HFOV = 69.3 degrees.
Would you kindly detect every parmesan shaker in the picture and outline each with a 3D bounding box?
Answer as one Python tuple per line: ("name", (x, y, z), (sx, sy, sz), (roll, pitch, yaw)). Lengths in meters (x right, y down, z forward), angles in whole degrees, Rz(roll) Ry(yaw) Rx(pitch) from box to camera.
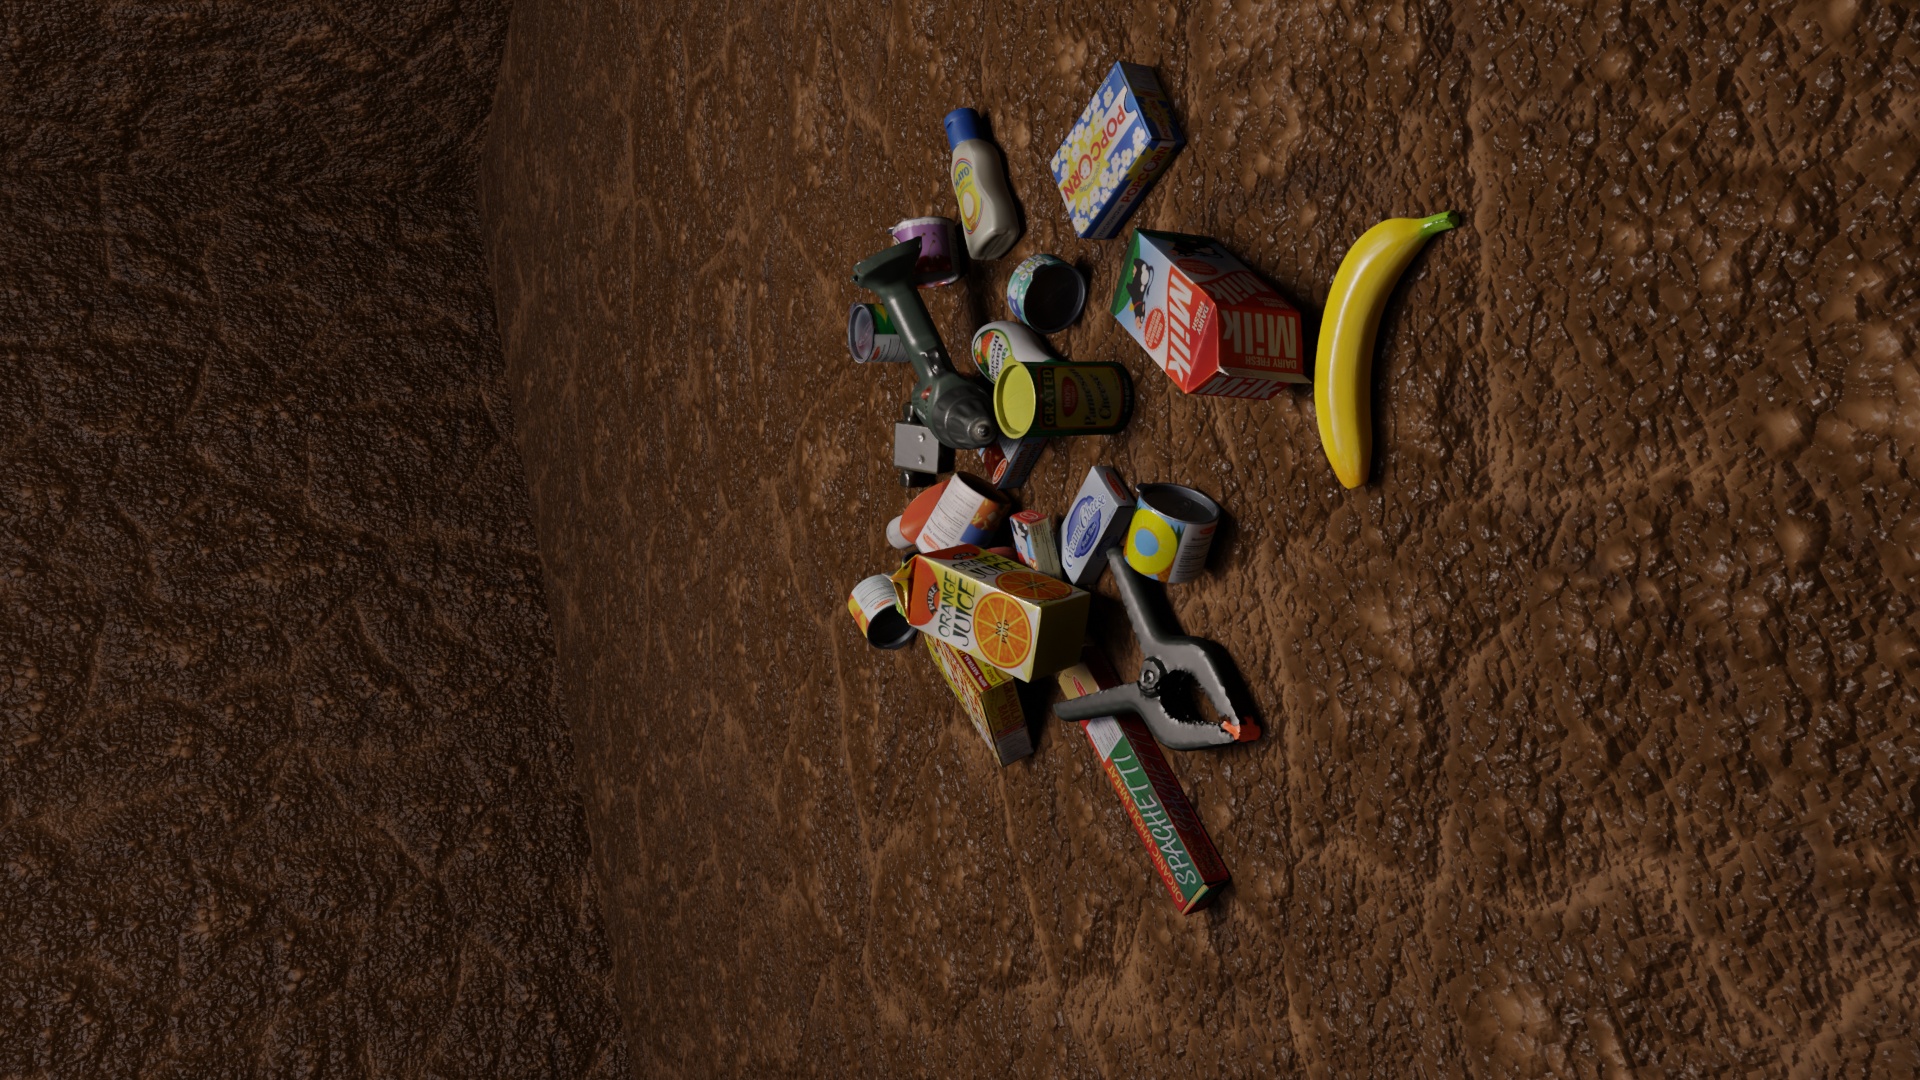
("parmesan shaker", (0.089, -0.125, 1.200), (0.071, 0.103, 0.071), (14, 106, 59))

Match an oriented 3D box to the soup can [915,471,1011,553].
("soup can", (0.005, -0.017, 1.385), (0.083, 0.071, 0.071), (-59, 40, 16))

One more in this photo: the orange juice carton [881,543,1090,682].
("orange juice carton", (0.019, 0.056, 1.266), (0.193, 0.072, 0.072), (23, 114, 39))

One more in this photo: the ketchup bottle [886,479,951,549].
("ketchup bottle", (-0.034, -0.021, 1.495), (0.148, 0.044, 0.065), (-21, 78, 60))

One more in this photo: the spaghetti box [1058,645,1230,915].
("spaghetti box", (0.154, 0.202, 1.200), (0.251, 0.029, 0.049), (63, 143, 36))

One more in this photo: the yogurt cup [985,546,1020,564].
("yogurt cup", (0.039, 0.041, 1.353), (0.072, 0.072, 0.054), (-46, 47, 53))

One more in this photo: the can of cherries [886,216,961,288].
("can of cherries", (-0.038, -0.298, 1.441), (0.071, 0.072, 0.058), (-16, 81, 60))

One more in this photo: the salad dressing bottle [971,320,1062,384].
("salad dressing bottle", (0.064, -0.164, 1.302), (0.148, 0.044, 0.064), (39, 129, 53))

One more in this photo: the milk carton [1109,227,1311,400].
("milk carton", (0.185, -0.161, 1.027), (0.191, 0.072, 0.073), (-119, 37, -52))

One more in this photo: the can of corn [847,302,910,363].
("can of corn", (-0.086, -0.233, 1.549), (0.071, 0.058, 0.071), (13, 105, 60))

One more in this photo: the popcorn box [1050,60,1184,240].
("popcorn box", (0.129, -0.326, 1.171), (0.126, 0.038, 0.085), (-50, 50, 52))

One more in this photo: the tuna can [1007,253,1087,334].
("tuna can", (0.076, -0.224, 1.246), (0.033, 0.071, 0.070), (45, 131, 50))

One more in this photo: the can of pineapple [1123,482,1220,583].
("can of pineapple", (0.167, -0.007, 1.112), (0.071, 0.071, 0.057), (48, 134, 48))

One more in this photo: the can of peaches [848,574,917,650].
("can of peaches", (-0.087, 0.082, 1.581), (0.058, 0.071, 0.071), (52, 137, 45))

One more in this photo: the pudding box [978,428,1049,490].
("pudding box", (0.052, -0.094, 1.347), (0.050, 0.030, 0.083), (65, 145, 30))

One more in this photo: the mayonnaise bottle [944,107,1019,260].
("mayonnaise bottle", (0.017, -0.353, 1.365), (0.064, 0.041, 0.148), (-41, 58, 57))

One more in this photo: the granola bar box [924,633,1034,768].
("granola bar box", (0.010, 0.129, 1.387), (0.166, 0.039, 0.123), (54, 165, 44))

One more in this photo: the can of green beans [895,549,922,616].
("can of green beans", (-0.033, 0.049, 1.478), (0.071, 0.071, 0.057), (42, 129, 51))

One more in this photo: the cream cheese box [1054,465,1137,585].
("cream cheese box", (0.119, -0.013, 1.242), (0.053, 0.024, 0.103), (63, 144, 37))

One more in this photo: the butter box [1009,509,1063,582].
("butter box", (0.075, 0.026, 1.290), (0.053, 0.024, 0.103), (-151, 45, -72))
